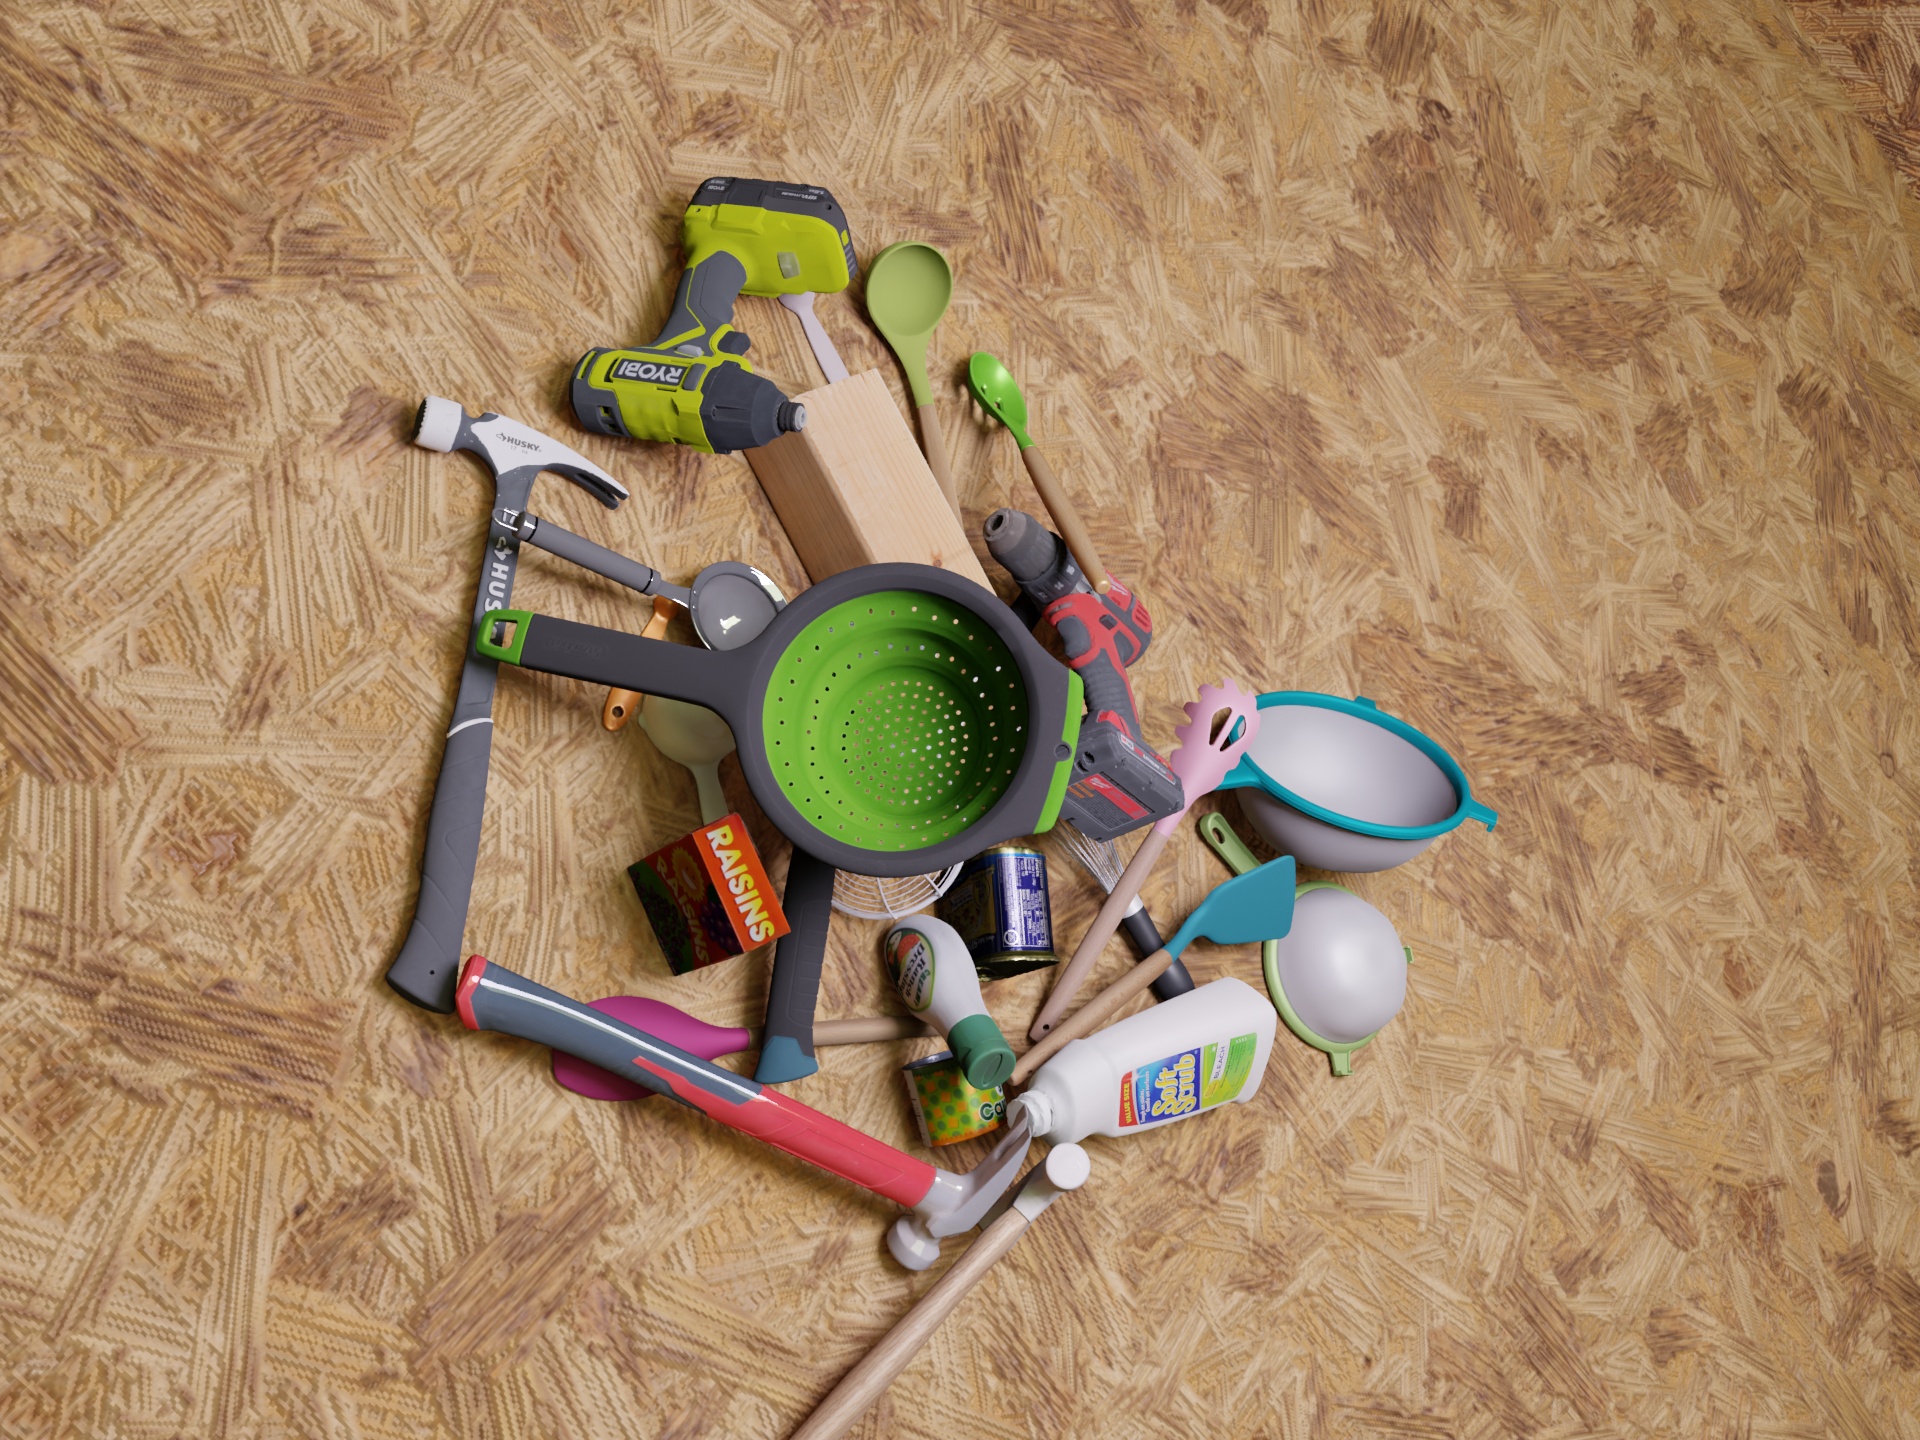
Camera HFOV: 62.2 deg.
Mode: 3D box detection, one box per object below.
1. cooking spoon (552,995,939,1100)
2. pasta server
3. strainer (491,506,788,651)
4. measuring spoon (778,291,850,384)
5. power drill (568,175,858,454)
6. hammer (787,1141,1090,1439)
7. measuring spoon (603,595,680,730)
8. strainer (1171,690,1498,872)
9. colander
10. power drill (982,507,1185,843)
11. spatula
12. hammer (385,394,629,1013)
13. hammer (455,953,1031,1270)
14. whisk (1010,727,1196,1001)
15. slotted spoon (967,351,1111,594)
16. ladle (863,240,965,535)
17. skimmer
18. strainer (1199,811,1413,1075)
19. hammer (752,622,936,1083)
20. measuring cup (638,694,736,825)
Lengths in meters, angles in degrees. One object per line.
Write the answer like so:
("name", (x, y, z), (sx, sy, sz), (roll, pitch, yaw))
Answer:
("cooking spoon", (-0.126, 0.220, 1.109), (0.318, 0.017, 0.069), (2, 74, -31))
("pasta server", (0.138, 0.109, 1.223), (0.060, 0.040, 0.316), (31, 91, -4))
("strainer", (-0.213, -0.095, 1.115), (0.258, 0.050, 0.087), (24, 56, -37))
("measuring spoon", (-0.110, -0.309, 1.282), (0.034, 0.018, 0.124), (-28, 92, -35))
("power drill", (-0.165, -0.292, 1.168), (0.171, 0.080, 0.223), (11, 60, 16))
("hammer", (-0.039, 0.414, 1.059), (0.031, 0.130, 0.331), (43, 67, 11))
("measuring spoon", (-0.226, -0.043, 1.132), (0.021, 0.011, 0.117), (31, 61, -21))
("strainer", (0.262, 0.072, 1.335), (0.340, 0.095, 0.211), (-5, 35, -26))
("colander", (-0.120, -0.011, 1.055), (0.397, 0.094, 0.204), (12, 79, 5))
("power drill", (0.087, -0.042, 1.202), (0.187, 0.080, 0.227), (37, 38, -42))
("spatula", (0.151, 0.197, 1.223), (0.317, 0.044, 0.082), (-29, 129, -38))
("hammer", (-0.317, -0.012, 1.053), (0.149, 0.036, 0.409), (15, 68, -29))
("hammer", (-0.139, 0.236, 1.033), (0.386, 0.143, 0.038), (30, 21, -19))
("whisk", (0.118, 0.118, 1.272), (0.070, 0.070, 0.284), (-38, 101, -34))
("slotted spoon", (0.061, -0.199, 1.262), (0.070, 0.031, 0.314), (28, 27, -38))
("ladle", (-0.018, -0.234, 1.296), (0.078, 0.062, 0.320), (-9, 83, -26))
("skimmer", (-0.002, -0.004, 1.240), (0.127, 0.090, 0.363), (32, 50, 1))
("strainer", (0.304, 0.170, 1.361), (0.256, 0.069, 0.151), (48, 57, -12))
("hammer", (-0.099, 0.086, 1.103), (0.128, 0.033, 0.331), (6, 79, 7))
("measuring cup", (-0.173, 0.034, 1.124), (0.083, 0.038, 0.168), (-8, 77, -33))
